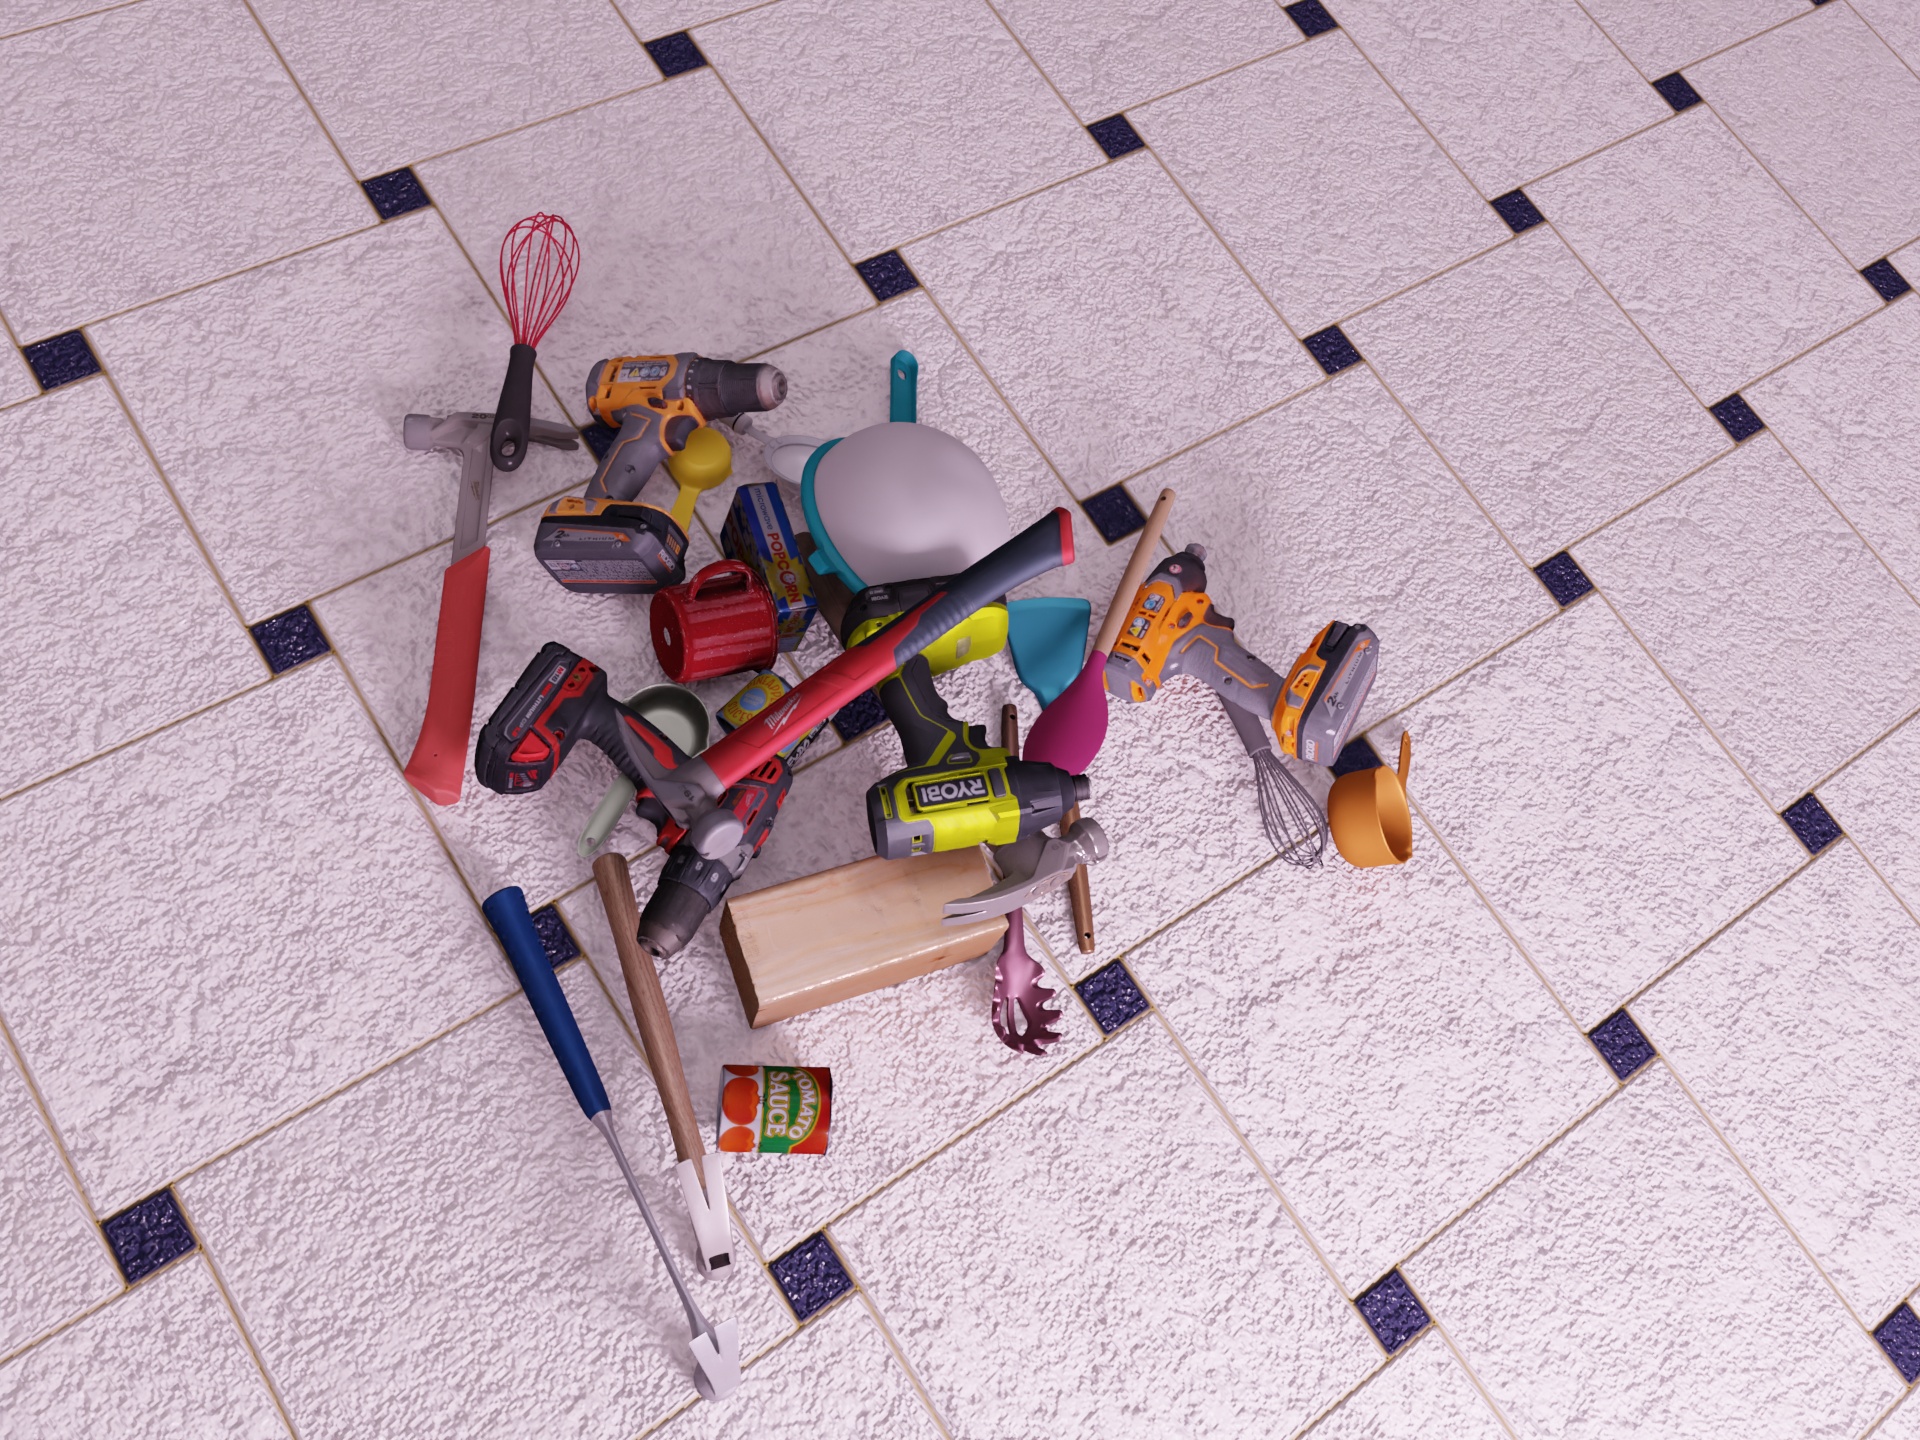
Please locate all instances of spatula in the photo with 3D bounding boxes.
[{"bbox_3d":[0.091,0.045,1.386,0.082,0.044,0.318,-3,69,-10],"label":"spatula"}]

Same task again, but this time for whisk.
[{"bbox_3d":[-0.388,-0.345,1.424,0.073,0.073,0.296,6,61,-10],"label":"whisk"},{"bbox_3d":[0.272,0.027,1.435,0.055,0.055,0.239,-13,66,-17],"label":"whisk"}]

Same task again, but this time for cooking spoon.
[{"bbox_3d":[0.131,-0.079,1.403,0.069,0.017,0.319,12,63,27],"label":"cooking spoon"}]

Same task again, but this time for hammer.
[{"bbox_3d":[-0.410,-0.102,1.342,0.149,0.036,0.359,3,66,-11],"label":"hammer"},{"bbox_3d":[-0.258,0.298,1.166,0.035,0.144,0.406,-23,67,-21],"label":"hammer"},{"bbox_3d":[-0.226,0.248,1.202,0.031,0.130,0.332,-14,63,-16],"label":"hammer"},{"bbox_3d":[-0.051,-0.010,1.321,0.146,0.038,0.411,-24,58,-22],"label":"hammer"},{"bbox_3d":[-0.076,-0.057,1.218,0.386,0.038,0.143,-36,61,-14],"label":"hammer"}]

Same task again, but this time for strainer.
[{"bbox_3d":[-0.193,-0.266,1.460,0.258,0.050,0.087,35,41,10],"label":"strainer"},{"bbox_3d":[-0.028,-0.234,1.414,0.210,0.095,0.341,24,46,-30],"label":"strainer"}]

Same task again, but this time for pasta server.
[{"bbox_3d":[0.048,0.128,1.344,0.060,0.040,0.316,11,63,-24],"label":"pasta server"}]

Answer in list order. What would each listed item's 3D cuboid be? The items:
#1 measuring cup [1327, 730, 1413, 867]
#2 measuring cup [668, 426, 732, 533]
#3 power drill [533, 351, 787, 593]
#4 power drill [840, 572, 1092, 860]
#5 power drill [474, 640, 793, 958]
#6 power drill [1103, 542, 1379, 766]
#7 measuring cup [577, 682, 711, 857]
[{"bbox_3d":[0.374,0.064,1.438,0.095,0.052,0.174,61,33,-22],"label":"measuring cup"},{"bbox_3d":[-0.246,-0.198,1.422,0.062,0.029,0.157,16,62,-5],"label":"measuring cup"},{"bbox_3d":[-0.255,-0.222,1.374,0.185,0.084,0.226,2,62,20],"label":"power drill"},{"bbox_3d":[-0.002,-0.004,1.253,0.171,0.080,0.223,-9,57,-10],"label":"power drill"},{"bbox_3d":[-0.263,0.062,1.236,0.226,0.080,0.188,30,59,-3],"label":"power drill"},{"bbox_3d":[0.251,-0.067,1.416,0.226,0.084,0.164,22,68,22],"label":"power drill"},{"bbox_3d":[-0.267,0.046,1.310,0.083,0.038,0.168,28,66,1],"label":"measuring cup"}]
